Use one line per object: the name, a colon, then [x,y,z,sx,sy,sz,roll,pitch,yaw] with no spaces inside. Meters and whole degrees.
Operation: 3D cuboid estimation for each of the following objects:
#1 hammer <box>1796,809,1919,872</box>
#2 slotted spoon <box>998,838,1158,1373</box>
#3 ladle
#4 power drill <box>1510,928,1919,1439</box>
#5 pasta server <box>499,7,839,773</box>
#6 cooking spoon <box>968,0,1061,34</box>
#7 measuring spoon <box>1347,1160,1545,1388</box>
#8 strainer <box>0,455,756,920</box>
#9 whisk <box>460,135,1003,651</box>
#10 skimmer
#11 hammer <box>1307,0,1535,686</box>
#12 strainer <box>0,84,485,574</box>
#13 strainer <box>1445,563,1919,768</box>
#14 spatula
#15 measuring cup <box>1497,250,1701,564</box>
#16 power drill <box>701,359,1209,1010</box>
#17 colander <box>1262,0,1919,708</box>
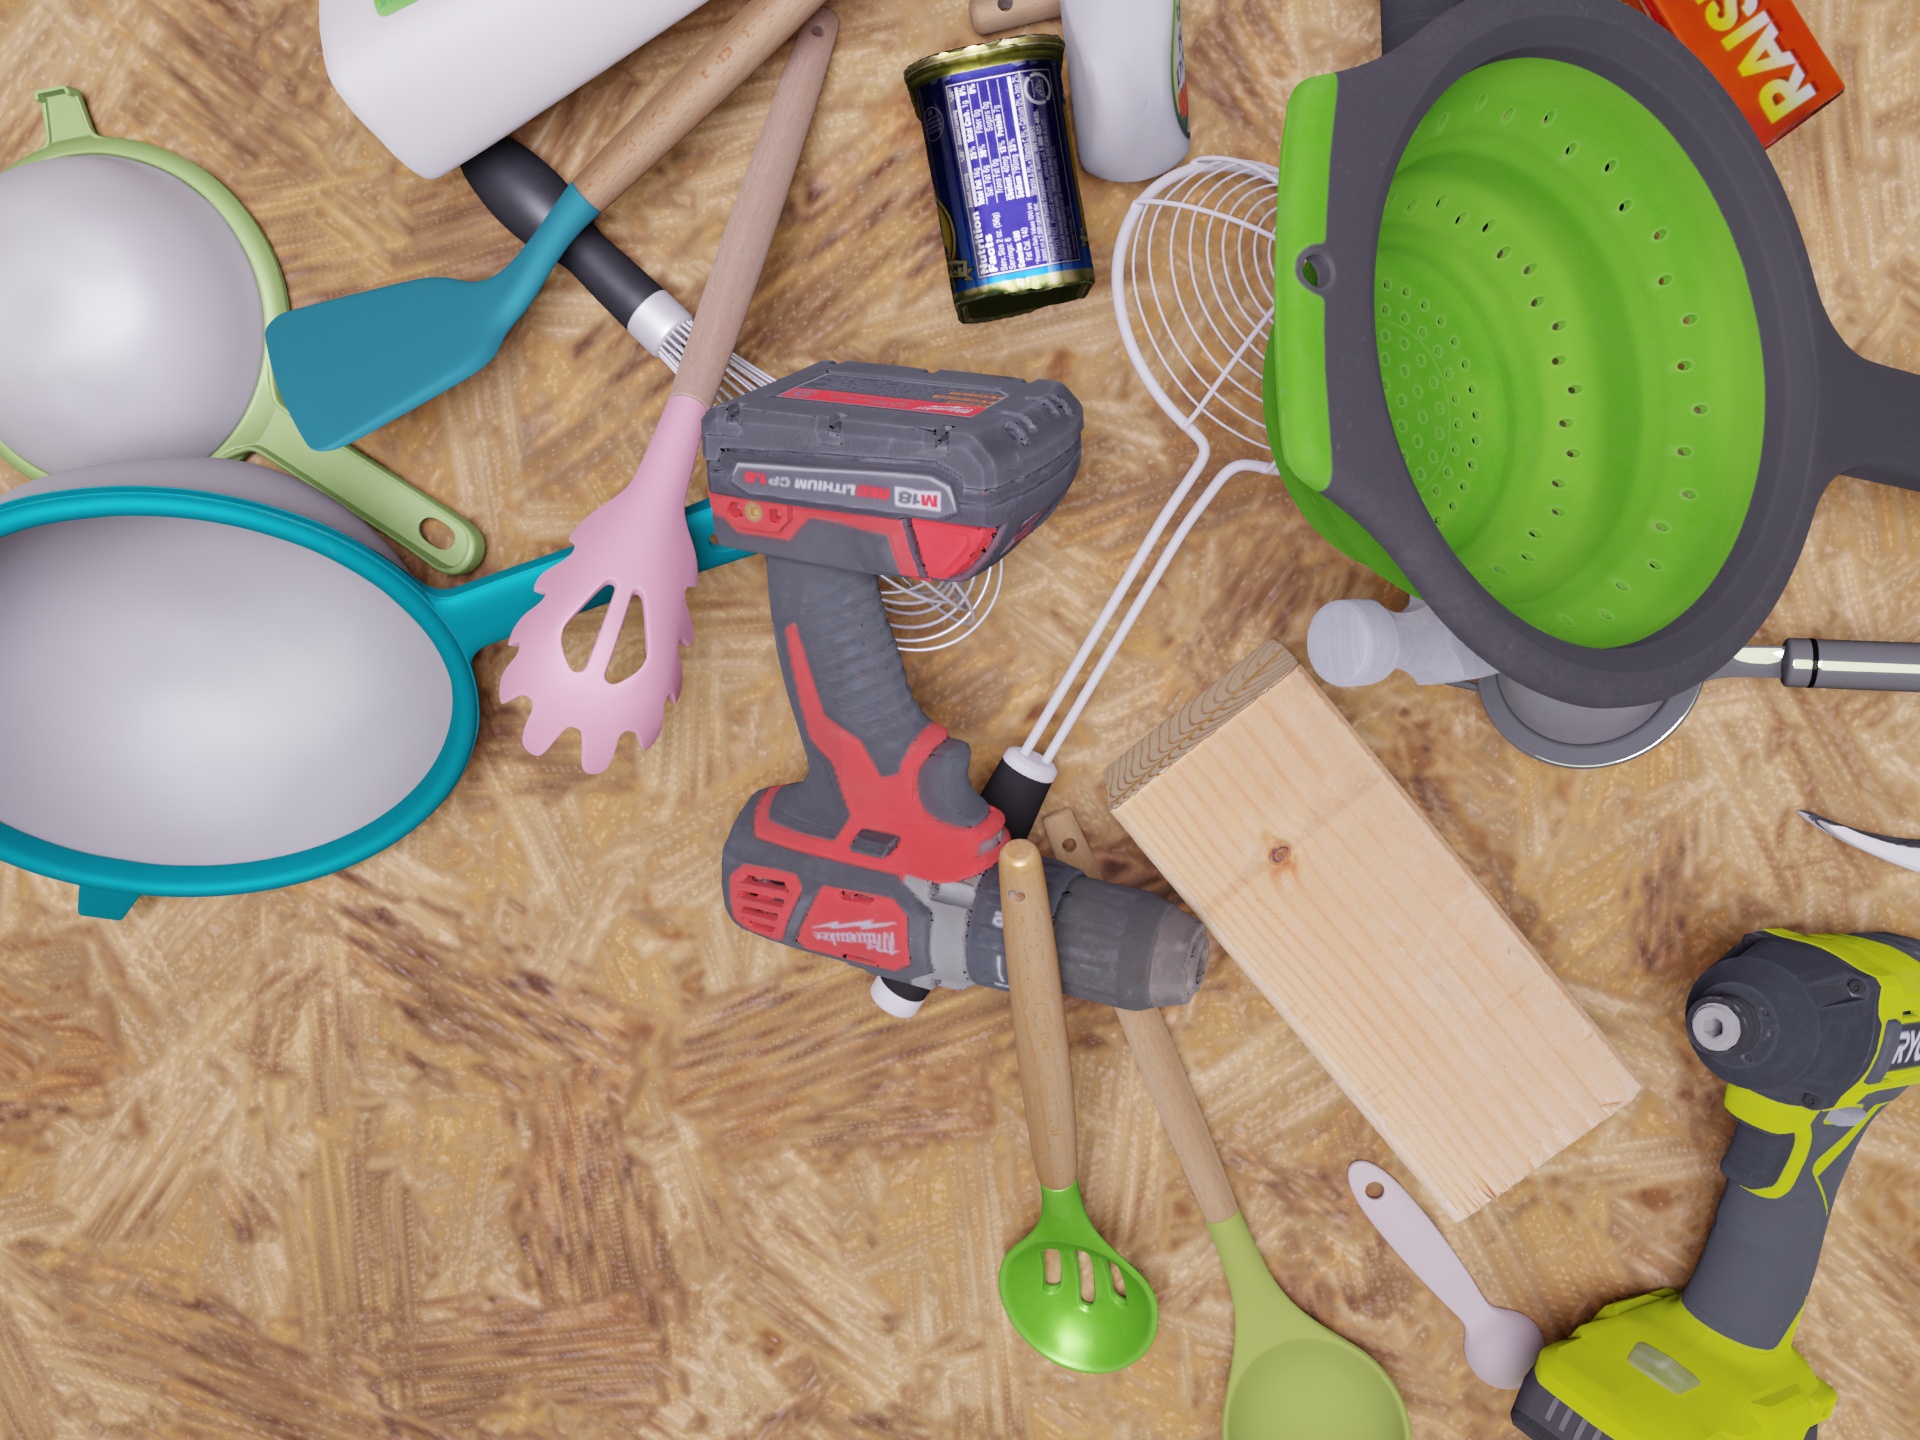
hammer: [0.407,-0.132,0.611,0.149,0.036,0.409,-2,97,5]
slotted spoon: [0.037,0.158,0.603,0.070,0.031,0.313,6,133,16]
ladle: [0.102,0.186,0.664,0.078,0.062,0.320,-23,93,-2]
power drill: [0.298,0.188,0.608,0.171,0.080,0.223,5,104,-40]
pasta server: [-0.093,-0.133,0.578,0.060,0.040,0.316,20,68,-14]
cooking spoon: [0.159,-0.310,0.608,0.319,0.017,0.068,-13,97,4]
measuring spoon: [0.208,0.239,0.682,0.034,0.018,0.124,-39,93,8]
strainer: [-0.238,-0.051,0.617,0.340,0.095,0.210,-19,139,-1]
whisk: [-0.097,-0.134,0.631,0.284,0.070,0.070,43,98,2]
skimmer: [0.053,-0.045,0.639,0.127,0.090,0.363,23,108,-19]
hammer: [0.171,-0.179,0.573,0.128,0.033,0.331,-2,88,-32]
strainer: [-0.310,-0.132,0.635,0.256,0.069,0.151,33,99,0]
strainer: [0.311,-0.021,0.609,0.258,0.050,0.087,3,106,15]
spatula: [-0.125,-0.216,0.584,0.317,0.044,0.082,-40,57,11]
measuring cup: [0.241,-0.137,0.617,0.083,0.038,0.167,-22,98,6]
power drill: [-0.001,-0.002,0.561,0.188,0.080,0.226,11,118,22]
colander: [0.233,-0.100,0.526,0.397,0.094,0.204,4,86,-29]
